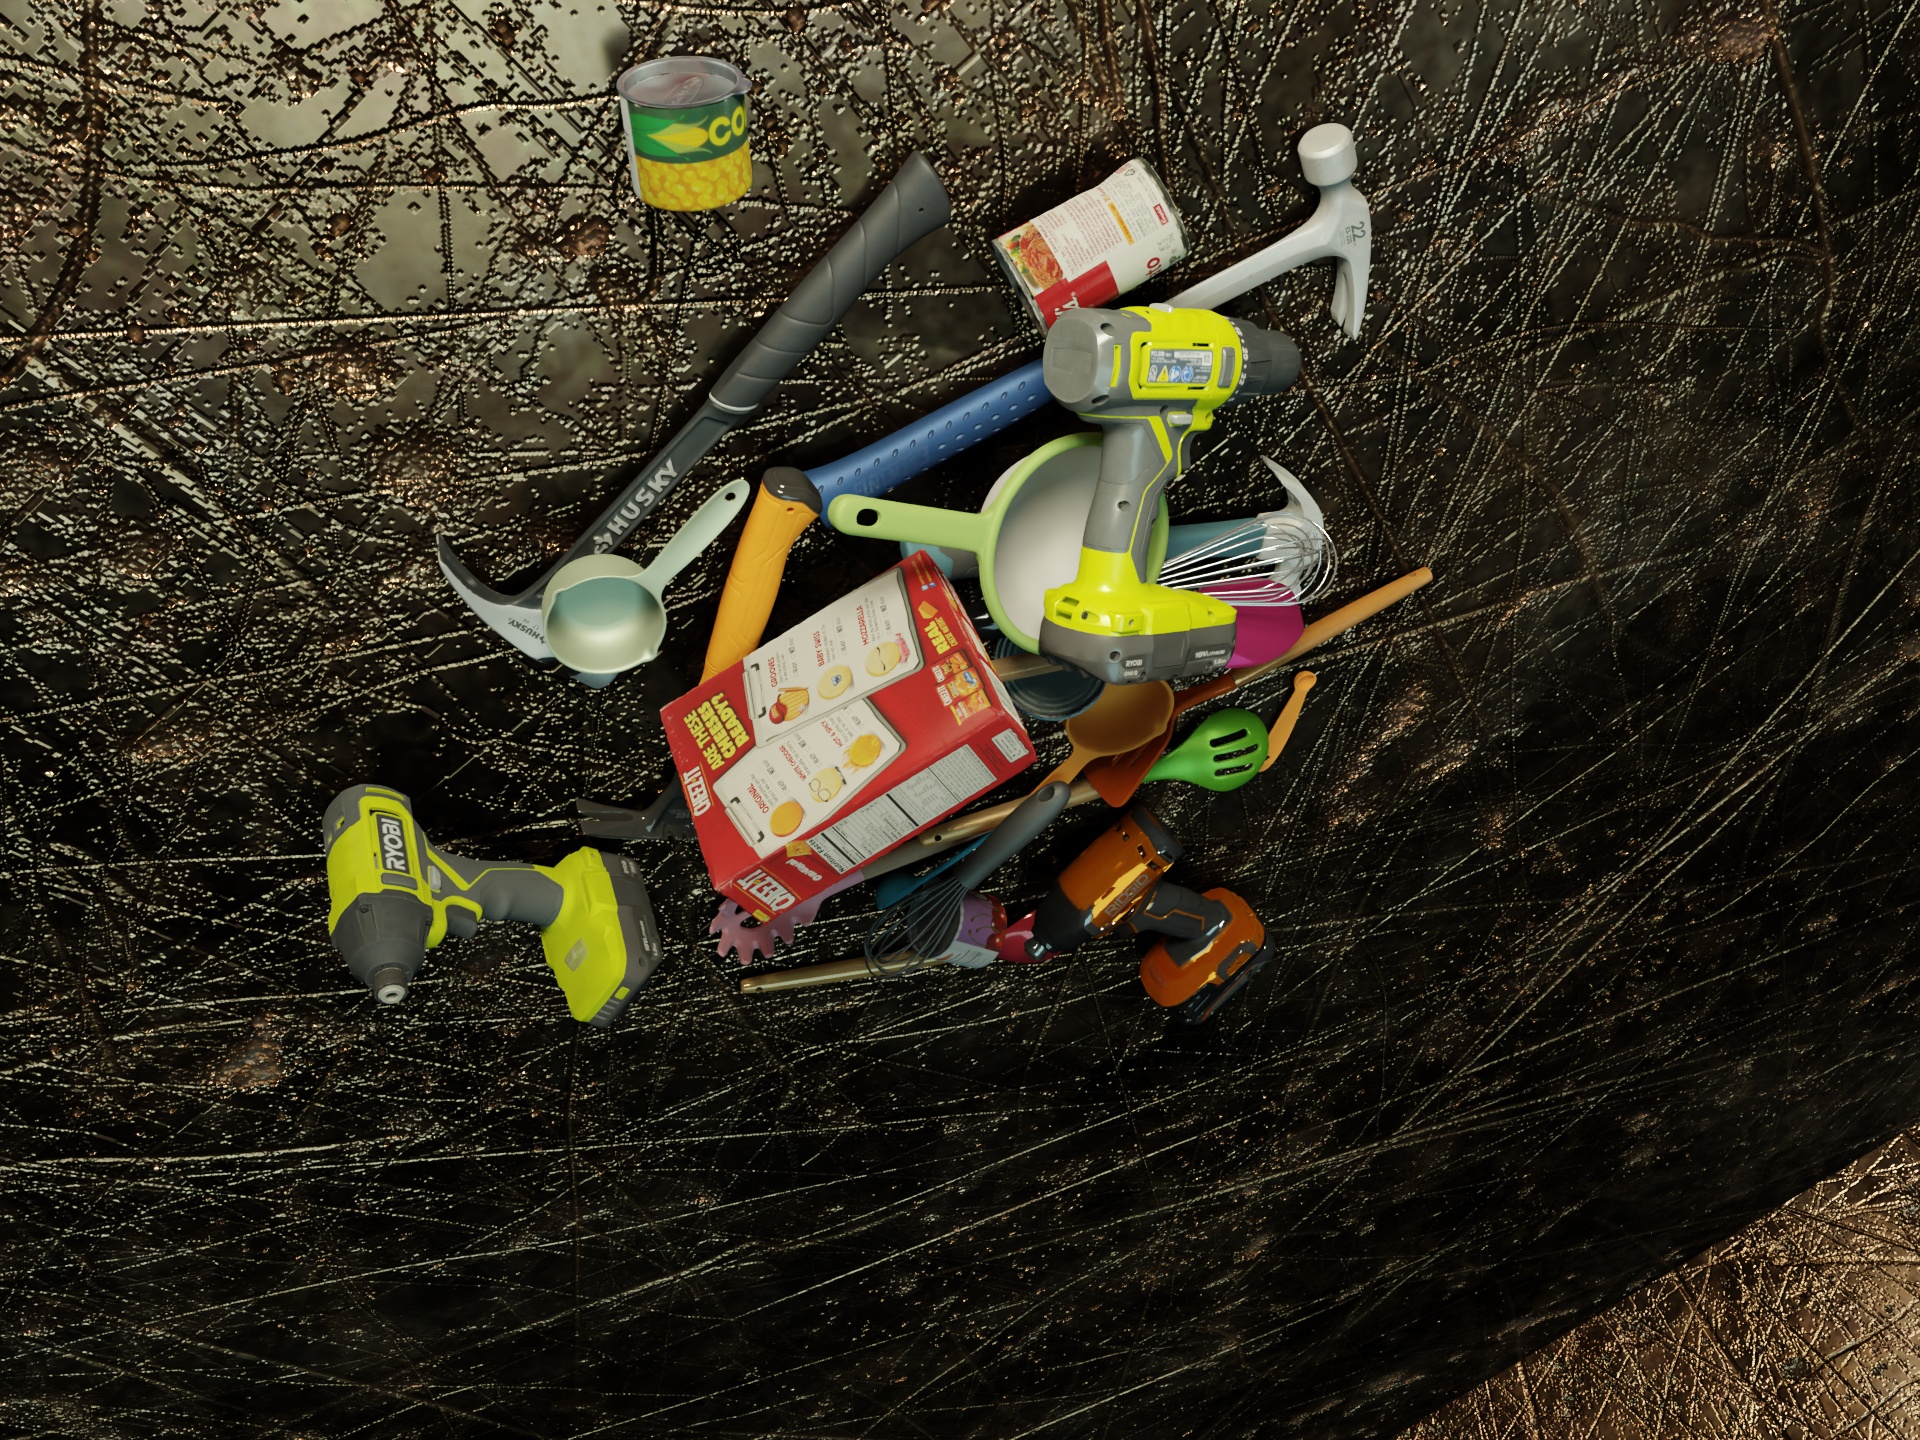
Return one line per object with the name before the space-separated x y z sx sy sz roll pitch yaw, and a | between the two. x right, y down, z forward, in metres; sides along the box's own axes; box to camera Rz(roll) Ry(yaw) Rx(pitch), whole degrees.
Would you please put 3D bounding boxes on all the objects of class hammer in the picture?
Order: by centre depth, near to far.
hammer | -0.157 -0.188 0.983 0.409 0.036 0.149 -43 132 17
hammer | 0.085 -0.233 1.044 0.405 0.035 0.143 -27 135 3
hammer | -0.170 -0.035 1.098 0.127 0.034 0.336 2 134 -27
hammer | 0.115 -0.125 1.157 0.331 0.033 0.128 -6 133 -18

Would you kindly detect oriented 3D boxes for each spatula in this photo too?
spatula | 0.241 -0.037 1.282 0.322 0.081 0.041 -28 127 -5

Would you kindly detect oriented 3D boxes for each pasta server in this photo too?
pasta server | -0.054 0.116 1.305 0.316 0.040 0.060 -21 107 -6

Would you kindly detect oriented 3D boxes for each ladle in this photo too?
ladle | -0.038 0.209 1.407 0.315 0.031 0.069 -7 129 -15

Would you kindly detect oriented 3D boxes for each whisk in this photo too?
whisk | 0.132 -0.093 1.134 0.284 0.070 0.070 -12 134 -5
whisk | 0.004 0.129 1.287 0.055 0.055 0.239 27 118 -39

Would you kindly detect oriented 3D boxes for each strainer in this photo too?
strainer | 0.018 -0.125 1.037 0.256 0.069 0.151 4 107 -33

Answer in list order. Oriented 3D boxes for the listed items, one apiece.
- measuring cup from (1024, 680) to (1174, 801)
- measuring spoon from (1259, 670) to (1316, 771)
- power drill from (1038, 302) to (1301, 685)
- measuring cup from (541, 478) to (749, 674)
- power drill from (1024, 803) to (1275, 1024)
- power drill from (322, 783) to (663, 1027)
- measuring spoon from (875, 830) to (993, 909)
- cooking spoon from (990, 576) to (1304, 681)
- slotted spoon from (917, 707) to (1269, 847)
measuring cup | 0.093 0.007 1.259 0.095 0.052 0.173 19 127 -33
measuring spoon | 0.275 0.000 1.361 0.021 0.011 0.116 -3 135 -22
power drill | 0.133 -0.147 1.014 0.190 0.080 0.228 -8 111 -37
measuring cup | -0.195 -0.099 0.997 0.167 0.038 0.083 -42 131 13
power drill | 0.165 0.186 1.424 0.164 0.084 0.226 -44 130 7
power drill | -0.330 0.141 1.119 0.223 0.171 0.080 20 121 -39
measuring spoon | -0.020 0.116 1.335 0.128 0.021 0.042 -33 171 -3
cooking spoon | 0.106 -0.052 1.145 0.319 0.069 0.017 -12 169 -17
slotted spoon | 0.116 0.056 1.313 0.313 0.031 0.070 -16 105 -10
